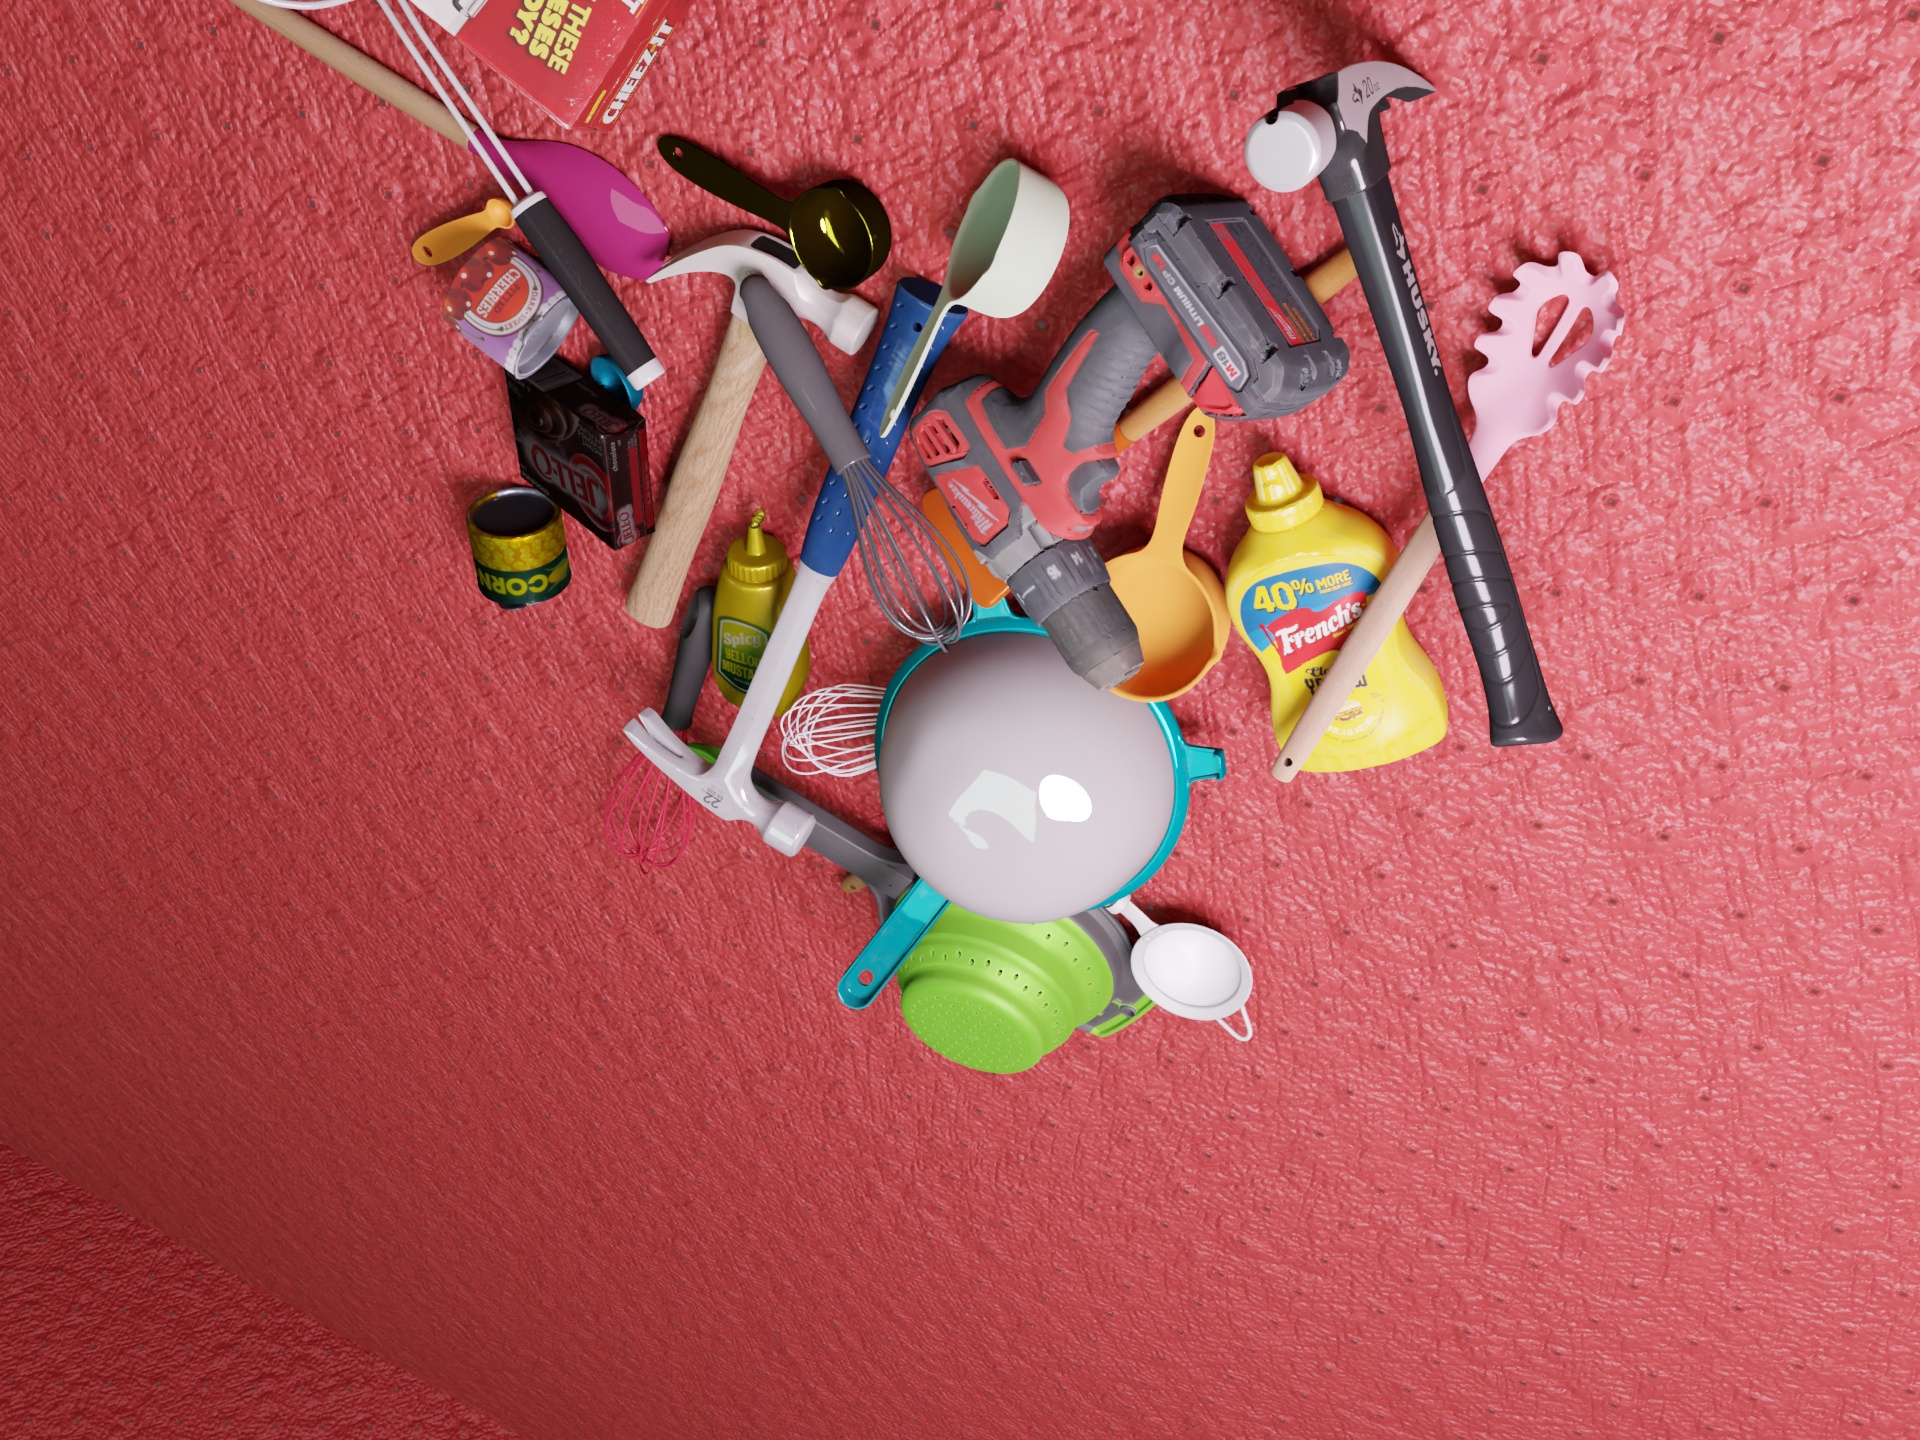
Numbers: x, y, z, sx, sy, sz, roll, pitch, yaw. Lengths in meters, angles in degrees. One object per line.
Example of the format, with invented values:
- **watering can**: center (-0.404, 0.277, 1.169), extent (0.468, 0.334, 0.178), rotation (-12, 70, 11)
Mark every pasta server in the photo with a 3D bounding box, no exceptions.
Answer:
- **pasta server**: center (0.234, -0.089, 0.809), extent (0.060, 0.040, 0.316), rotation (36, 123, 17)

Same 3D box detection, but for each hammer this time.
- **hammer**: center (-0.165, -0.173, 1.020), extent (0.130, 0.031, 0.331), rotation (33, 137, 0)
- **hammer**: center (-0.097, -0.091, 0.992), extent (0.144, 0.035, 0.405), rotation (30, 125, 4)
- **hammer**: center (0.219, -0.132, 0.726), extent (0.035, 0.146, 0.334), rotation (-8, 117, 38)

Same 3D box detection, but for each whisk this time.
- **whisk**: center (-0.217, 0.012, 1.195), extent (0.073, 0.073, 0.295), rotation (28, 131, 5)
- **whisk**: center (-0.062, -0.145, 0.892), extent (0.055, 0.055, 0.239), rotation (-29, 91, 43)
- **whisk**: center (-0.001, -0.004, 1.062), extent (0.284, 0.070, 0.070), rotation (-8, 123, 29)

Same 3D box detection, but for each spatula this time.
- **spatula**: center (0.103, -0.168, 0.861), extent (0.322, 0.041, 0.081), rotation (-33, 83, 42)

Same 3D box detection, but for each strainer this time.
- **strainer**: center (-0.003, 0.092, 1.019), extent (0.211, 0.095, 0.340), rotation (37, 119, 1)
- **strainer**: center (0.115, 0.127, 1.100), extent (0.258, 0.050, 0.087), rotation (42, 127, -15)

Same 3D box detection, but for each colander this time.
- **colander**: center (-0.047, 0.150, 1.162), extent (0.397, 0.095, 0.204), rotation (32, 141, -6)

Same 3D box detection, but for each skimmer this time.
- **skimmer**: center (-0.288, -0.338, 0.884), extent (0.127, 0.090, 0.363), rotation (-30, 106, 15)

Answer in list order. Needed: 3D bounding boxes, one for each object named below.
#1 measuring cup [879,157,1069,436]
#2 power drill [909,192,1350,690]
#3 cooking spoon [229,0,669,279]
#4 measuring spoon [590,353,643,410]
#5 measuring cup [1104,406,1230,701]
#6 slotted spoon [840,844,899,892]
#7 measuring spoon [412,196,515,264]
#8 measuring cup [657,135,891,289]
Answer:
- **measuring cup**: center (0.006, -0.213, 0.840), extent (0.038, 0.083, 0.167), rotation (17, 127, -22)
- **power drill**: center (0.088, -0.137, 0.823), extent (0.226, 0.080, 0.188), rotation (-37, 81, 41)
- **cooking spoon**: center (-0.312, -0.360, 0.949), extent (0.319, 0.017, 0.068), rotation (32, 137, 0)
- **measuring spoon**: center (-0.218, -0.190, 1.050), extent (0.042, 0.021, 0.128), rotation (40, 150, 24)
- **measuring cup**: center (0.123, -0.098, 0.915), extent (0.095, 0.052, 0.173), rotation (20, 111, 17)
- **slotted spoon**: center (0.004, 0.074, 1.144), extent (0.070, 0.031, 0.313), rotation (43, 137, -14)
- **measuring spoon**: center (-0.311, -0.307, 0.997), extent (0.117, 0.011, 0.021), rotation (-4, 130, 44)
- **measuring cup**: center (-0.103, -0.294, 0.889), extent (0.157, 0.029, 0.062), rotation (33, 138, 18)
